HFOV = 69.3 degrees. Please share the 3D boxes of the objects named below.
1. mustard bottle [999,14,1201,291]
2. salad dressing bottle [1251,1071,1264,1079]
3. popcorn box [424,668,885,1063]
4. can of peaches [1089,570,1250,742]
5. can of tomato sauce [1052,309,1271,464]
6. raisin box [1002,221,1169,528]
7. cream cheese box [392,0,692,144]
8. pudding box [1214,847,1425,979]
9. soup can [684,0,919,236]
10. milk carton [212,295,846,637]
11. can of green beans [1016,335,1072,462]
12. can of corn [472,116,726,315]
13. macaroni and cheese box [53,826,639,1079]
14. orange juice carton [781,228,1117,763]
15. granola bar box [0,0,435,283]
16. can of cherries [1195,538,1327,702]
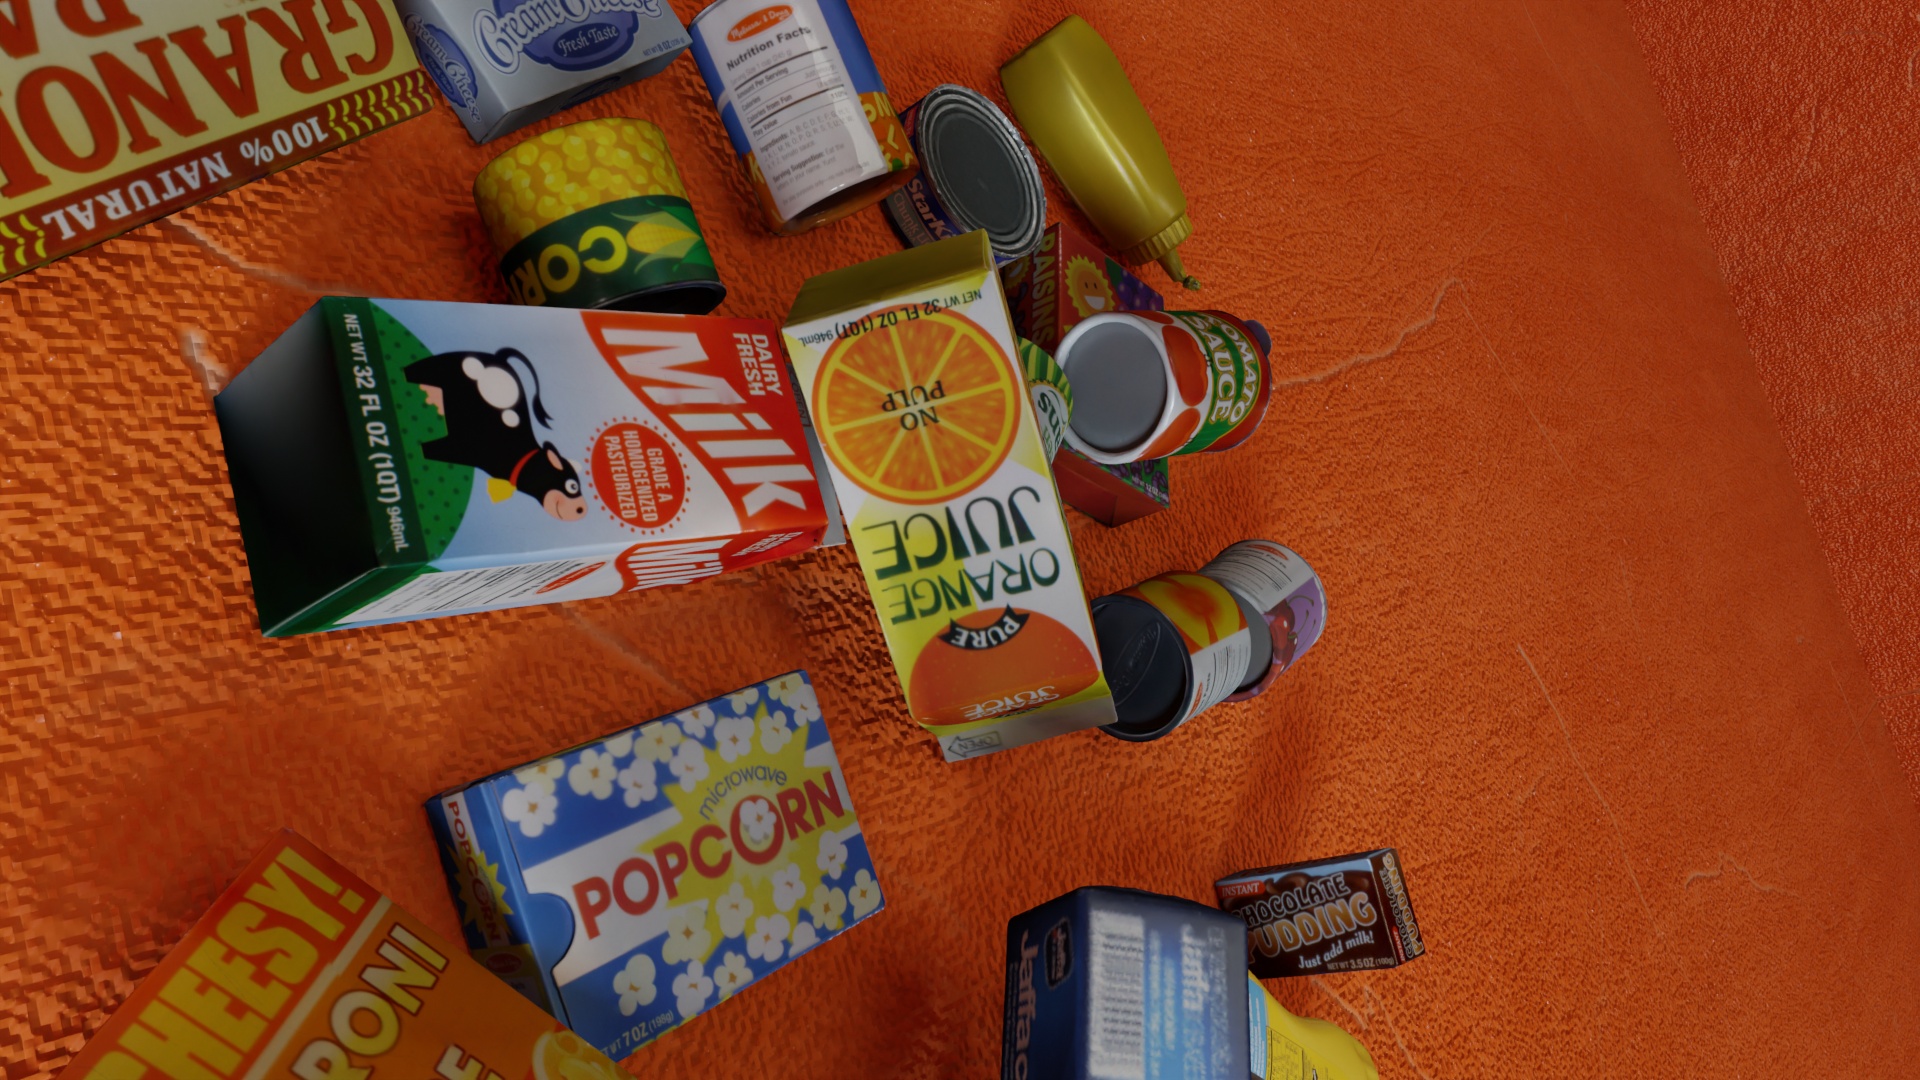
[{"bbox_3d":[0.083,-0.198,0.742,0.160,0.048,0.066,56,41,-16],"label":"mustard bottle"},{"bbox_3d":[0.076,0.259,0.486,0.044,0.064,0.147,10,96,-16],"label":"salad dressing bottle"},{"bbox_3d":[-0.087,0.097,0.424,0.127,0.038,0.085,-16,87,-51],"label":"popcorn box"},{"bbox_3d":[0.087,0.049,0.624,0.058,0.071,0.071,-16,86,-50],"label":"can of peaches"},{"bbox_3d":[0.090,-0.069,0.613,0.083,0.071,0.071,-10,81,-49],"label":"can of tomato sauce"},{"bbox_3d":[0.060,-0.079,0.671,0.086,0.040,0.124,25,57,-39],"label":"raisin box"},{"bbox_3d":[-0.147,-0.182,0.494,0.053,0.024,0.104,56,41,-12],"label":"cream cheese box"},{"bbox_3d":[0.164,0.172,0.639,0.030,0.083,0.050,0,74,-48],"label":"pudding box"},{"bbox_3d":[-0.062,-0.173,0.555,0.071,0.071,0.083,-29,96,-51],"label":"soup can"},{"bbox_3d":[-0.110,-0.024,0.425,0.191,0.073,0.072,-6,78,-50],"label":"milk carton"},{"bbox_3d":[0.008,-0.045,0.575,0.071,0.071,0.058,48,43,-23],"label":"can of green beans"},{"bbox_3d":[-0.119,-0.097,0.452,0.071,0.071,0.058,-20,88,-51],"label":"can of corn"},{"bbox_3d":[-0.119,0.157,0.301,0.166,0.040,0.124,41,20,-12],"label":"macaroni and cheese box"},{"bbox_3d":[0.002,-0.006,0.506,0.073,0.072,0.192,-89,164,-68],"label":"orange juice carton"},{"bbox_3d":[-0.227,-0.141,0.345,0.166,0.039,0.123,-49,130,-47],"label":"granola bar box"},{"bbox_3d":[0.139,0.042,0.686,0.058,0.071,0.071,-29,96,-51],"label":"can of cherries"}]
